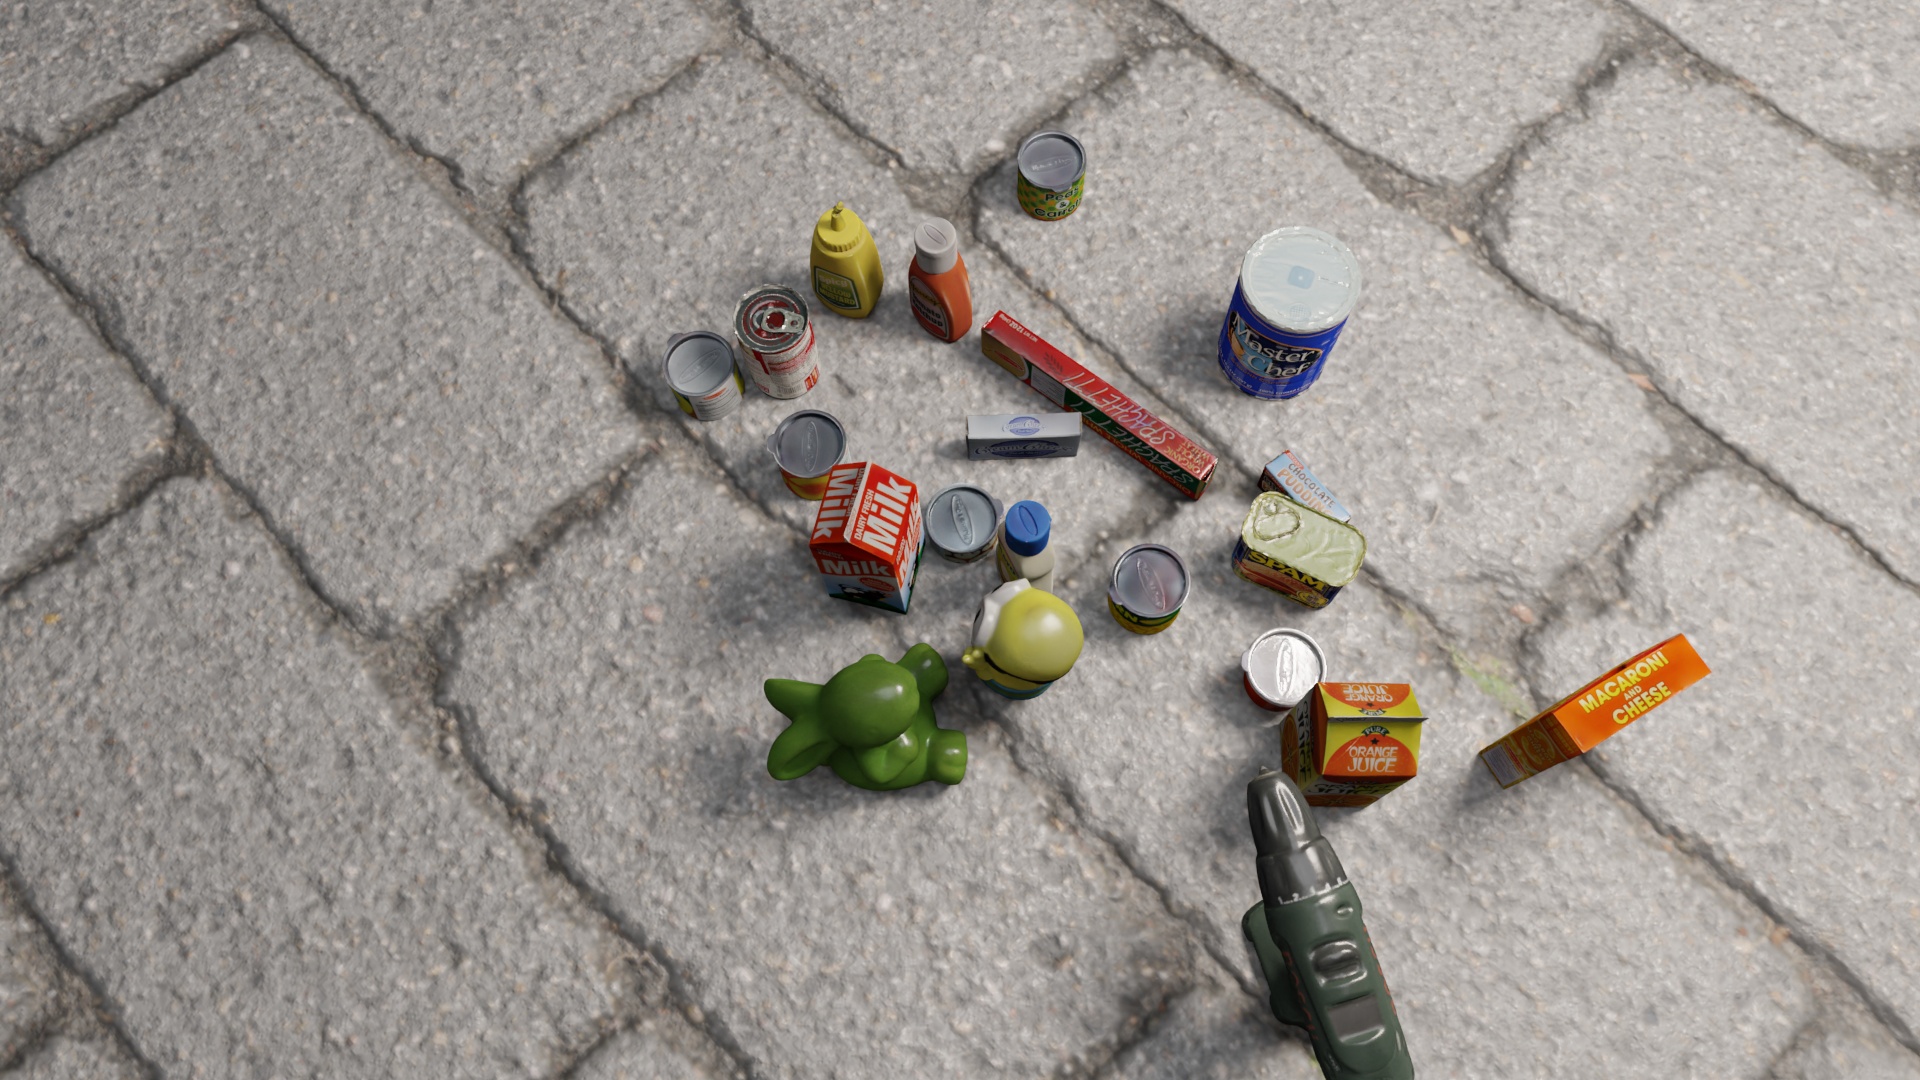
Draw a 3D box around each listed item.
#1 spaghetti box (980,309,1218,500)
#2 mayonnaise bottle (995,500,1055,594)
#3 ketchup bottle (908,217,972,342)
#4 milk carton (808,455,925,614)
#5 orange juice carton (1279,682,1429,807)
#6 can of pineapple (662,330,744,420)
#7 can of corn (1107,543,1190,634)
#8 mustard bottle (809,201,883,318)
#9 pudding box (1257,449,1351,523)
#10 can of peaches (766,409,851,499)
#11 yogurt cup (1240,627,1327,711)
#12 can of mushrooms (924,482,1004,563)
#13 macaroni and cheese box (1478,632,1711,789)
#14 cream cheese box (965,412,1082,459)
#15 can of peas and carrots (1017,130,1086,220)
[{"bbox_3d":[0.125,-0.123,1.265,0.250,0.050,0.029,36,75,13],"label":"spaghetti box"},{"bbox_3d":[0.054,0.008,1.167,0.041,0.147,0.065,-25,72,-7],"label":"mayonnaise bottle"},{"bbox_3d":[-0.020,-0.238,1.258,0.065,0.148,0.043,42,77,15],"label":"ketchup bottle"},{"bbox_3d":[-0.076,-0.004,1.151,0.073,0.190,0.072,13,71,6],"label":"milk carton"},{"bbox_3d":[0.303,0.158,1.083,0.072,0.192,0.073,1,70,2],"label":"orange juice carton"},{"bbox_3d":[-0.237,-0.153,1.280,0.071,0.057,0.071,0,70,1],"label":"can of pineapple"},{"bbox_3d":[0.159,0.044,1.199,0.071,0.058,0.071,0,70,1],"label":"can of corn"},{"bbox_3d":[-0.107,-0.260,1.262,0.065,0.159,0.049,21,72,8],"label":"mustard bottle"},{"bbox_3d":[0.304,-0.036,1.229,0.030,0.049,0.084,-35,73,-11],"label":"pudding box"},{"bbox_3d":[-0.135,-0.076,1.250,0.071,0.058,0.071,0,70,1],"label":"can of peaches"},{"bbox_3d":[0.271,0.113,1.173,0.072,0.053,0.072,0,70,1],"label":"yogurt cup"},{"bbox_3d":[0.004,-0.016,1.237,0.071,0.033,0.071,0,70,1],"label":"can of mushrooms"},{"bbox_3d":[0.496,0.138,1.099,0.124,0.166,0.040,-29,72,-9],"label":"macaroni and cheese box"},{"bbox_3d":[0.057,-0.094,1.254,0.104,0.053,0.024,-2,70,1],"label":"cream cheese box"},{"bbox_3d":[0.089,-0.351,1.345,0.071,0.058,0.071,0,70,1],"label":"can of peas and carrots"}]
